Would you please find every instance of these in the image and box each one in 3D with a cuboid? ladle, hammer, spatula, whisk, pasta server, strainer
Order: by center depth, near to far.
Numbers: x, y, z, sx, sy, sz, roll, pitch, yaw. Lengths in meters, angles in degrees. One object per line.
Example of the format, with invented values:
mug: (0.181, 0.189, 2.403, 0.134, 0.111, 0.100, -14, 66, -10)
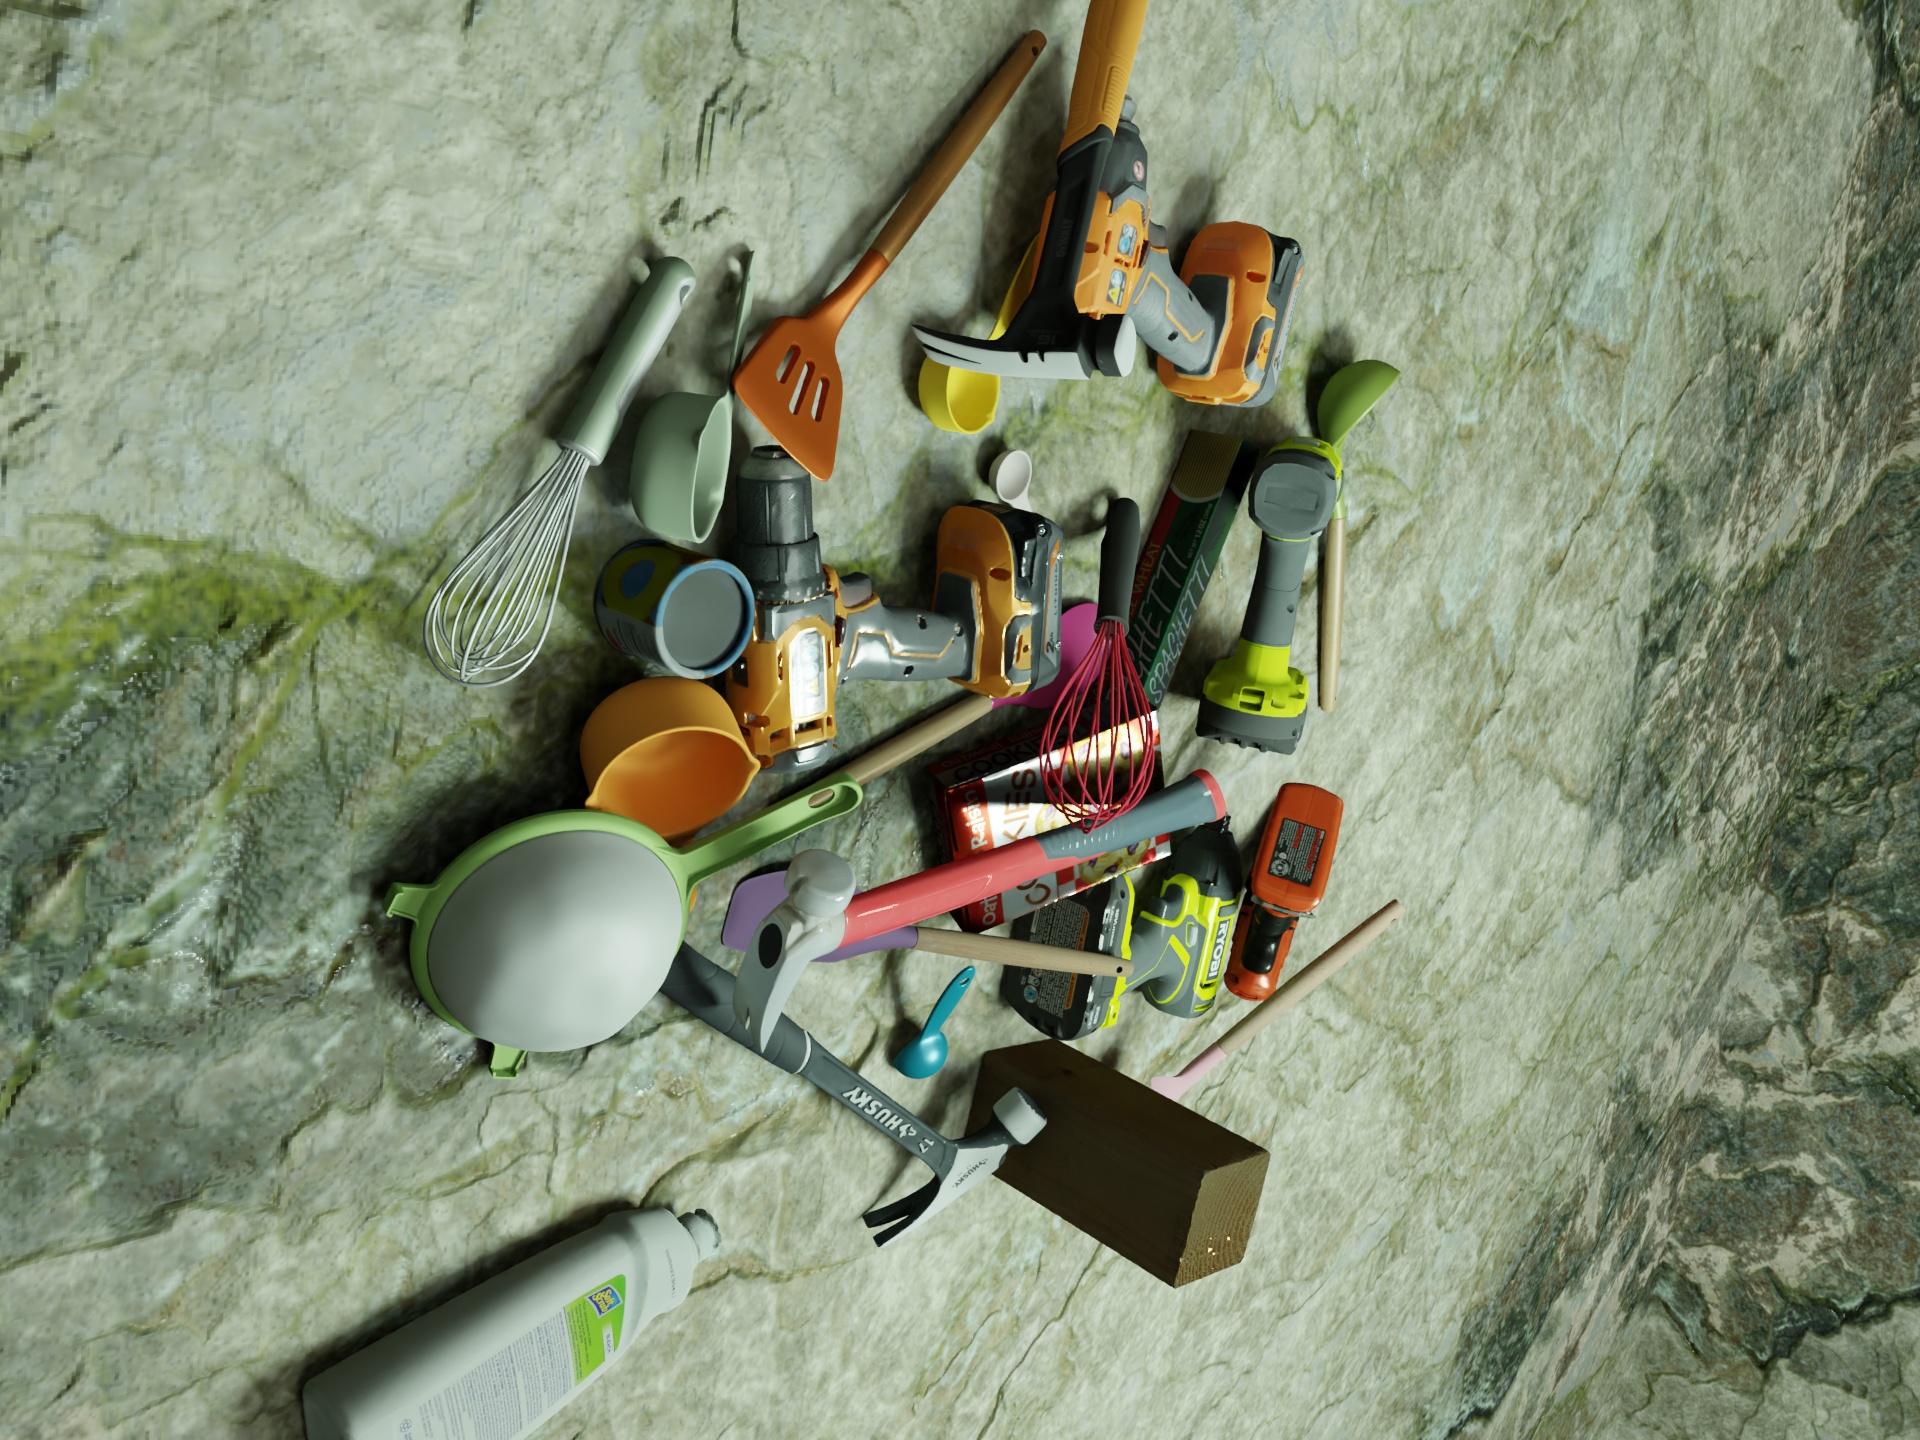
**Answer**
whisk: (-0.194, -0.127, 0.795, 0.057, 0.059, 0.246, 100, 15, -78)
strainer: (-0.159, 0.103, 0.844, 0.256, 0.069, 0.151, -26, 130, -13)
spatula: (-0.028, -0.280, 0.905, 0.080, 0.041, 0.323, 45, 68, -36)
hammer: (0.071, -0.354, 0.938, 0.034, 0.127, 0.337, 48, 53, -63)
hammer: (0.030, 0.101, 1.011, 0.386, 0.038, 0.143, -14, 141, -41)
hammer: (-0.098, 0.225, 1.028, 0.149, 0.036, 0.408, -43, 131, 1)
whisk: (0.097, -0.046, 1.041, 0.296, 0.073, 0.073, -80, 151, -41)
spatula: (-0.010, 0.145, 1.059, 0.315, 0.018, 0.060, 14, 97, -31)
pasta server: (0.229, 0.243, 1.292, 0.316, 0.040, 0.060, -40, 152, 6)
ladle: (0.327, -0.146, 1.335, 0.078, 0.062, 0.320, -48, 140, -50)

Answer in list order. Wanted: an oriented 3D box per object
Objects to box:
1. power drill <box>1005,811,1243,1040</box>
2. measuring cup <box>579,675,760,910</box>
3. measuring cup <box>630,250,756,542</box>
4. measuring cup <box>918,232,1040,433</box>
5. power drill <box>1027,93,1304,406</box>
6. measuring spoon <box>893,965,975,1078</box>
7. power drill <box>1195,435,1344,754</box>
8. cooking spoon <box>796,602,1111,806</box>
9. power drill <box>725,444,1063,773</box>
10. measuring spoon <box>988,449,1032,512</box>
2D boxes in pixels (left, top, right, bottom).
power drill: (0.141, 0.158, 1.246, 0.223, 0.080, 0.171, -3, 108, -50)
measuring cup: (-0.166, 0.044, 0.893, 0.095, 0.052, 0.173, -13, 142, -18)
measuring cup: (-0.139, -0.176, 0.838, 0.083, 0.038, 0.168, 94, 5, -75)
measuring cup: (0.017, -0.246, 0.993, 0.062, 0.029, 0.157, 53, 54, -49)
power drill: (0.134, -0.298, 1.040, 0.226, 0.084, 0.164, 3, 101, -49)
measuring spoon: (-0.011, 0.212, 1.097, 0.042, 0.021, 0.128, -13, 145, -35)
power drill: (0.245, -0.105, 1.220, 0.190, 0.080, 0.228, -44, 144, -68)
cooking spoon: (-0.002, -0.003, 1.068, 0.319, 0.017, 0.068, -30, 125, -37)
power drill: (-0.043, -0.080, 0.952, 0.226, 0.084, 0.185, -16, 115, -37)
measuring spoon: (0.038, -0.129, 1.068, 0.034, 0.018, 0.124, -43, 139, -27)
